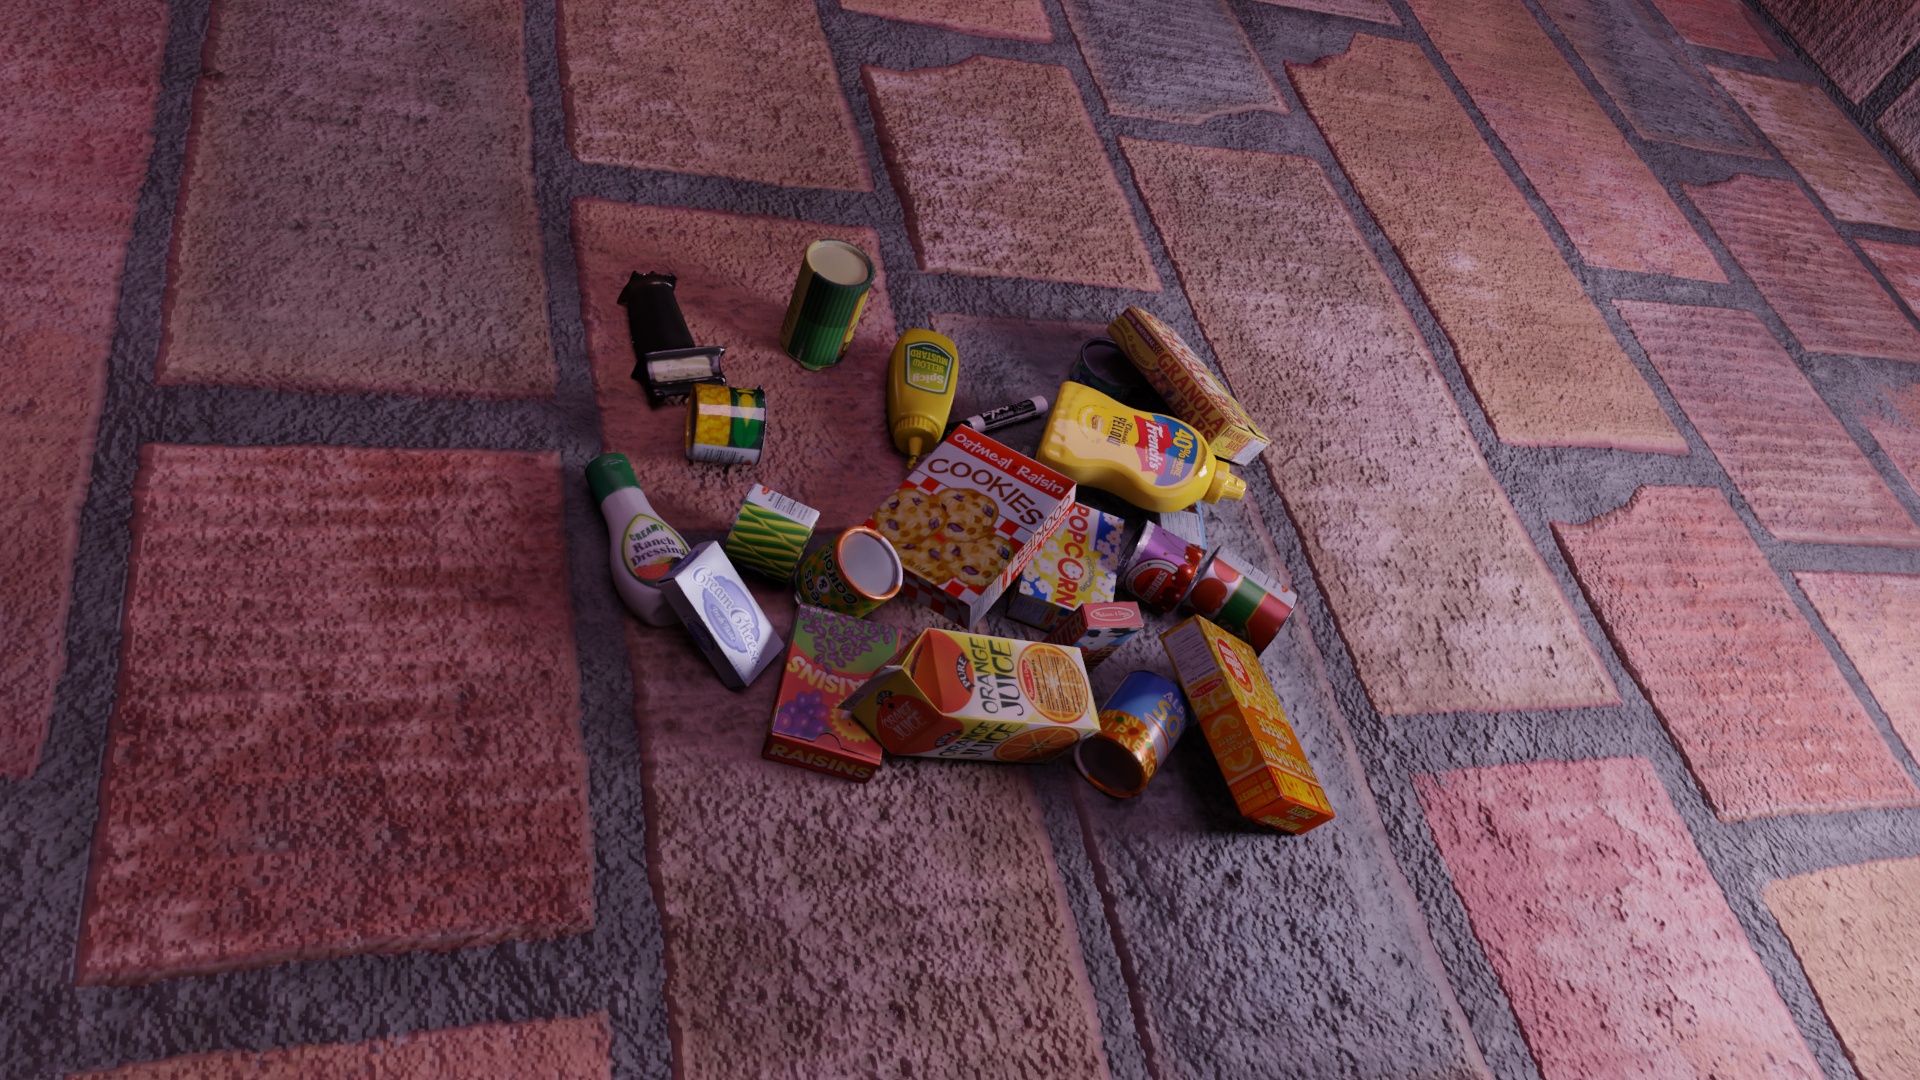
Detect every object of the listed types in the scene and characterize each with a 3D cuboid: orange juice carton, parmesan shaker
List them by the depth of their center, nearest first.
[{"bbox_3d":[0.005,0.119,1.051,0.193,0.071,0.073,10,54,-35],"label":"orange juice carton"},{"bbox_3d":[-0.123,-0.216,1.279,0.071,0.102,0.072,12,50,-14],"label":"parmesan shaker"}]

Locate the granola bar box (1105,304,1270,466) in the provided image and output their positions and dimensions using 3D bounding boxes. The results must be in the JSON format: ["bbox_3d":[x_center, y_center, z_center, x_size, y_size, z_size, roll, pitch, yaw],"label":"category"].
[{"bbox_3d":[0.228,-0.154,1.382,0.166,0.039,0.124,54,21,22],"label":"granola bar box"}]

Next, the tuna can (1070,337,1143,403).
[{"bbox_3d":[0.148,-0.169,1.404,0.071,0.032,0.071,12,50,-14],"label":"tuna can"}]

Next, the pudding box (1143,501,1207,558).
[{"bbox_3d":[0.201,-0.018,1.306,0.050,0.030,0.084,11,50,-14],"label":"pudding box"}]

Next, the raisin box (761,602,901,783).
[{"bbox_3d":[-0.097,0.116,1.065,0.086,0.039,0.124,17,49,-11],"label":"raisin box"}]

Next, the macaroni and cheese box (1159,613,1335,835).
[{"bbox_3d":[0.235,0.153,1.137,0.123,0.040,0.167,28,35,-52],"label":"macaroni and cheese box"}]

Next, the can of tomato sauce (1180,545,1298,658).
[{"bbox_3d":[0.248,0.055,1.245,0.083,0.070,0.071,34,48,6],"label":"can of tomato sauce"}]

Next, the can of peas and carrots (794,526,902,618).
[{"bbox_3d":[-0.091,0.030,1.110,0.071,0.058,0.071,26,47,-32],"label":"can of peas and carrots"}]

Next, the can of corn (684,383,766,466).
[{"bbox_3d":[-0.199,-0.101,1.177,0.058,0.070,0.071,4,52,-19],"label":"can of corn"}]

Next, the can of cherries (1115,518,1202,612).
[{"bbox_3d":[0.174,0.025,1.235,0.058,0.071,0.072,29,48,-1],"label":"can of cherries"}]

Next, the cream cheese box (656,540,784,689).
[{"bbox_3d":[-0.181,0.056,1.053,0.103,0.024,0.054,59,43,-19],"label":"cream cheese box"}]

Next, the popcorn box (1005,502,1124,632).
[{"bbox_3d":[0.093,0.022,1.222,0.085,0.038,0.127,20,48,-7],"label":"popcorn box"}]

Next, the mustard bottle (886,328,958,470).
[{"bbox_3d":[-0.037,-0.127,1.280,0.065,0.048,0.161,12,49,-11],"label":"mustard bottle"}]

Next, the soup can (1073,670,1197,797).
[{"bbox_3d":[0.141,0.156,1.114,0.071,0.071,0.084,37,49,8],"label":"soup can"}]

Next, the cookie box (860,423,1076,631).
[{"bbox_3d":[0.004,-0.015,1.184,0.123,0.040,0.168,29,54,19],"label":"cookie box"}]

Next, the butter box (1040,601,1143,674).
[{"bbox_3d":[0.101,0.082,1.134,0.053,0.103,0.024,0,62,-25],"label":"butter box"}]

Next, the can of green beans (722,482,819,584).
[{"bbox_3d":[-0.153,-0.005,1.121,0.058,0.071,0.071,24,48,-4],"label":"can of green beans"}]

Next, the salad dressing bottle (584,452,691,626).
[{"bbox_3d":[-0.253,-0.003,1.091,0.064,0.043,0.148,-14,60,-32],"label":"salad dressing bottle"}]
